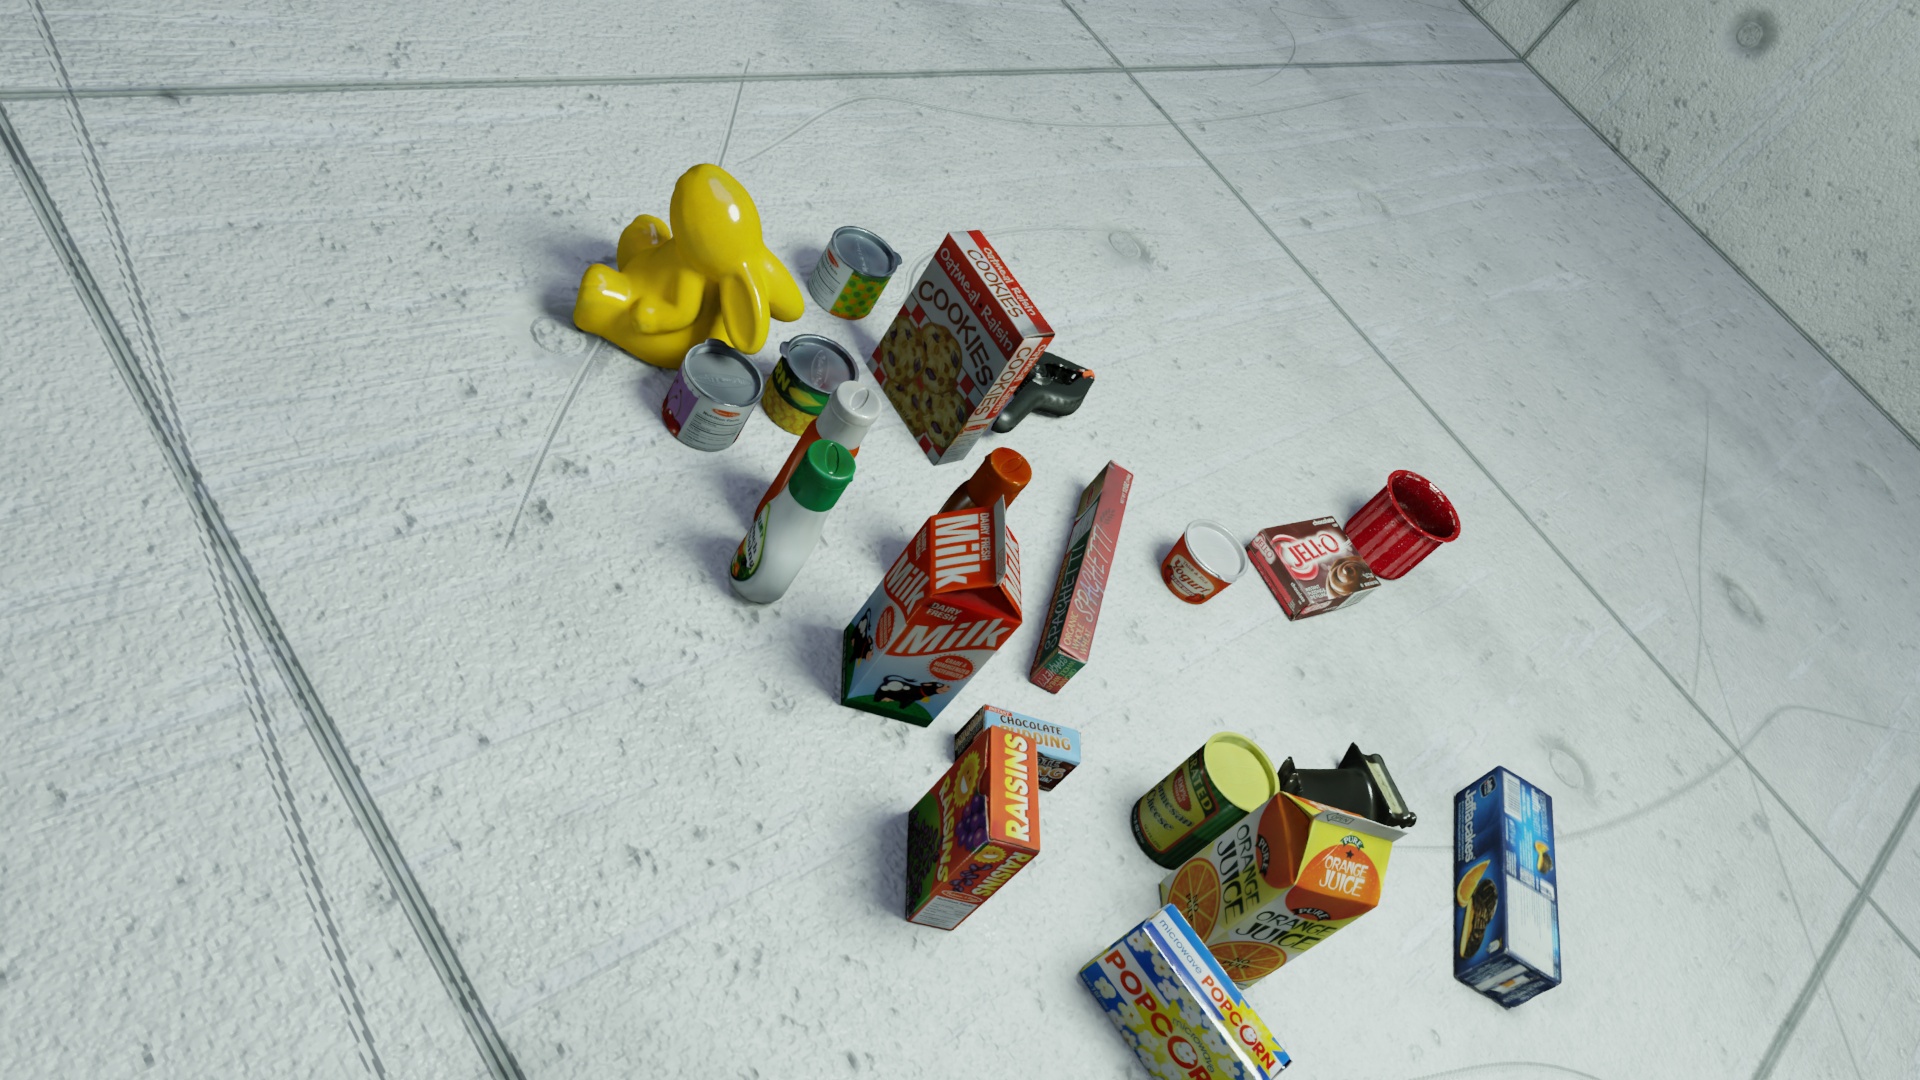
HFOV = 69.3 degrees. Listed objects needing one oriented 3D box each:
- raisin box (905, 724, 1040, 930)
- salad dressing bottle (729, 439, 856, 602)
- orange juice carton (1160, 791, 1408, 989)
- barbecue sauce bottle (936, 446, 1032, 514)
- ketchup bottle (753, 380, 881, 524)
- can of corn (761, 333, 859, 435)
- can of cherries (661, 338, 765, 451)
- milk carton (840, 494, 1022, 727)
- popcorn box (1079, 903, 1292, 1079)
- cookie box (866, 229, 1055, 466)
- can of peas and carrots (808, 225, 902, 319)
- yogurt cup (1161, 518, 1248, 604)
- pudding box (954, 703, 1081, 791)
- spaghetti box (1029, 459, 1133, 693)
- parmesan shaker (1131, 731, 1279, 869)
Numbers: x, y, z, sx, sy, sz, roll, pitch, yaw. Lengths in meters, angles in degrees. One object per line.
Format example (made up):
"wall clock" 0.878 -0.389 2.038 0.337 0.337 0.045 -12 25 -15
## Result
"raisin box" 0.006 0.191 0.919 0.040 0.122 0.086 20 45 -19
"salad dressing bottle" -0.120 -0.013 0.995 0.044 0.147 0.064 18 46 -21
"orange juice carton" 0.224 0.239 0.974 0.072 0.191 0.073 19 45 -20
"barbecue sauce bottle" 0.004 -0.014 1.080 0.044 0.147 0.065 47 43 10
"ketchup bottle" -0.107 -0.059 1.044 0.043 0.148 0.065 33 42 -6
"can of corn" -0.129 -0.130 1.160 0.071 0.058 0.071 19 45 -20
"can of cherries" -0.196 -0.115 1.100 0.071 0.058 0.072 19 45 -20
"milk carton" -0.014 0.050 0.981 0.073 0.189 0.073 18 46 -21
"popcorn box" 0.148 0.318 0.932 0.038 0.084 0.127 -22 68 -44
"cookie box" -0.003 -0.165 1.195 0.040 0.166 0.123 -14 63 -42
"can of peas and carrots" -0.098 -0.247 1.284 0.071 0.058 0.071 19 45 -20
"yogurt cup" 0.220 0.022 1.268 0.072 0.053 0.073 19 45 -20
"pudding box" 0.043 0.154 1.032 0.084 0.049 0.030 19 45 -20
"spaghetti box" 0.106 0.026 1.188 0.028 0.050 0.251 30 42 -9
"parmesan shaker" 0.183 0.200 1.048 0.071 0.102 0.072 19 45 -20
